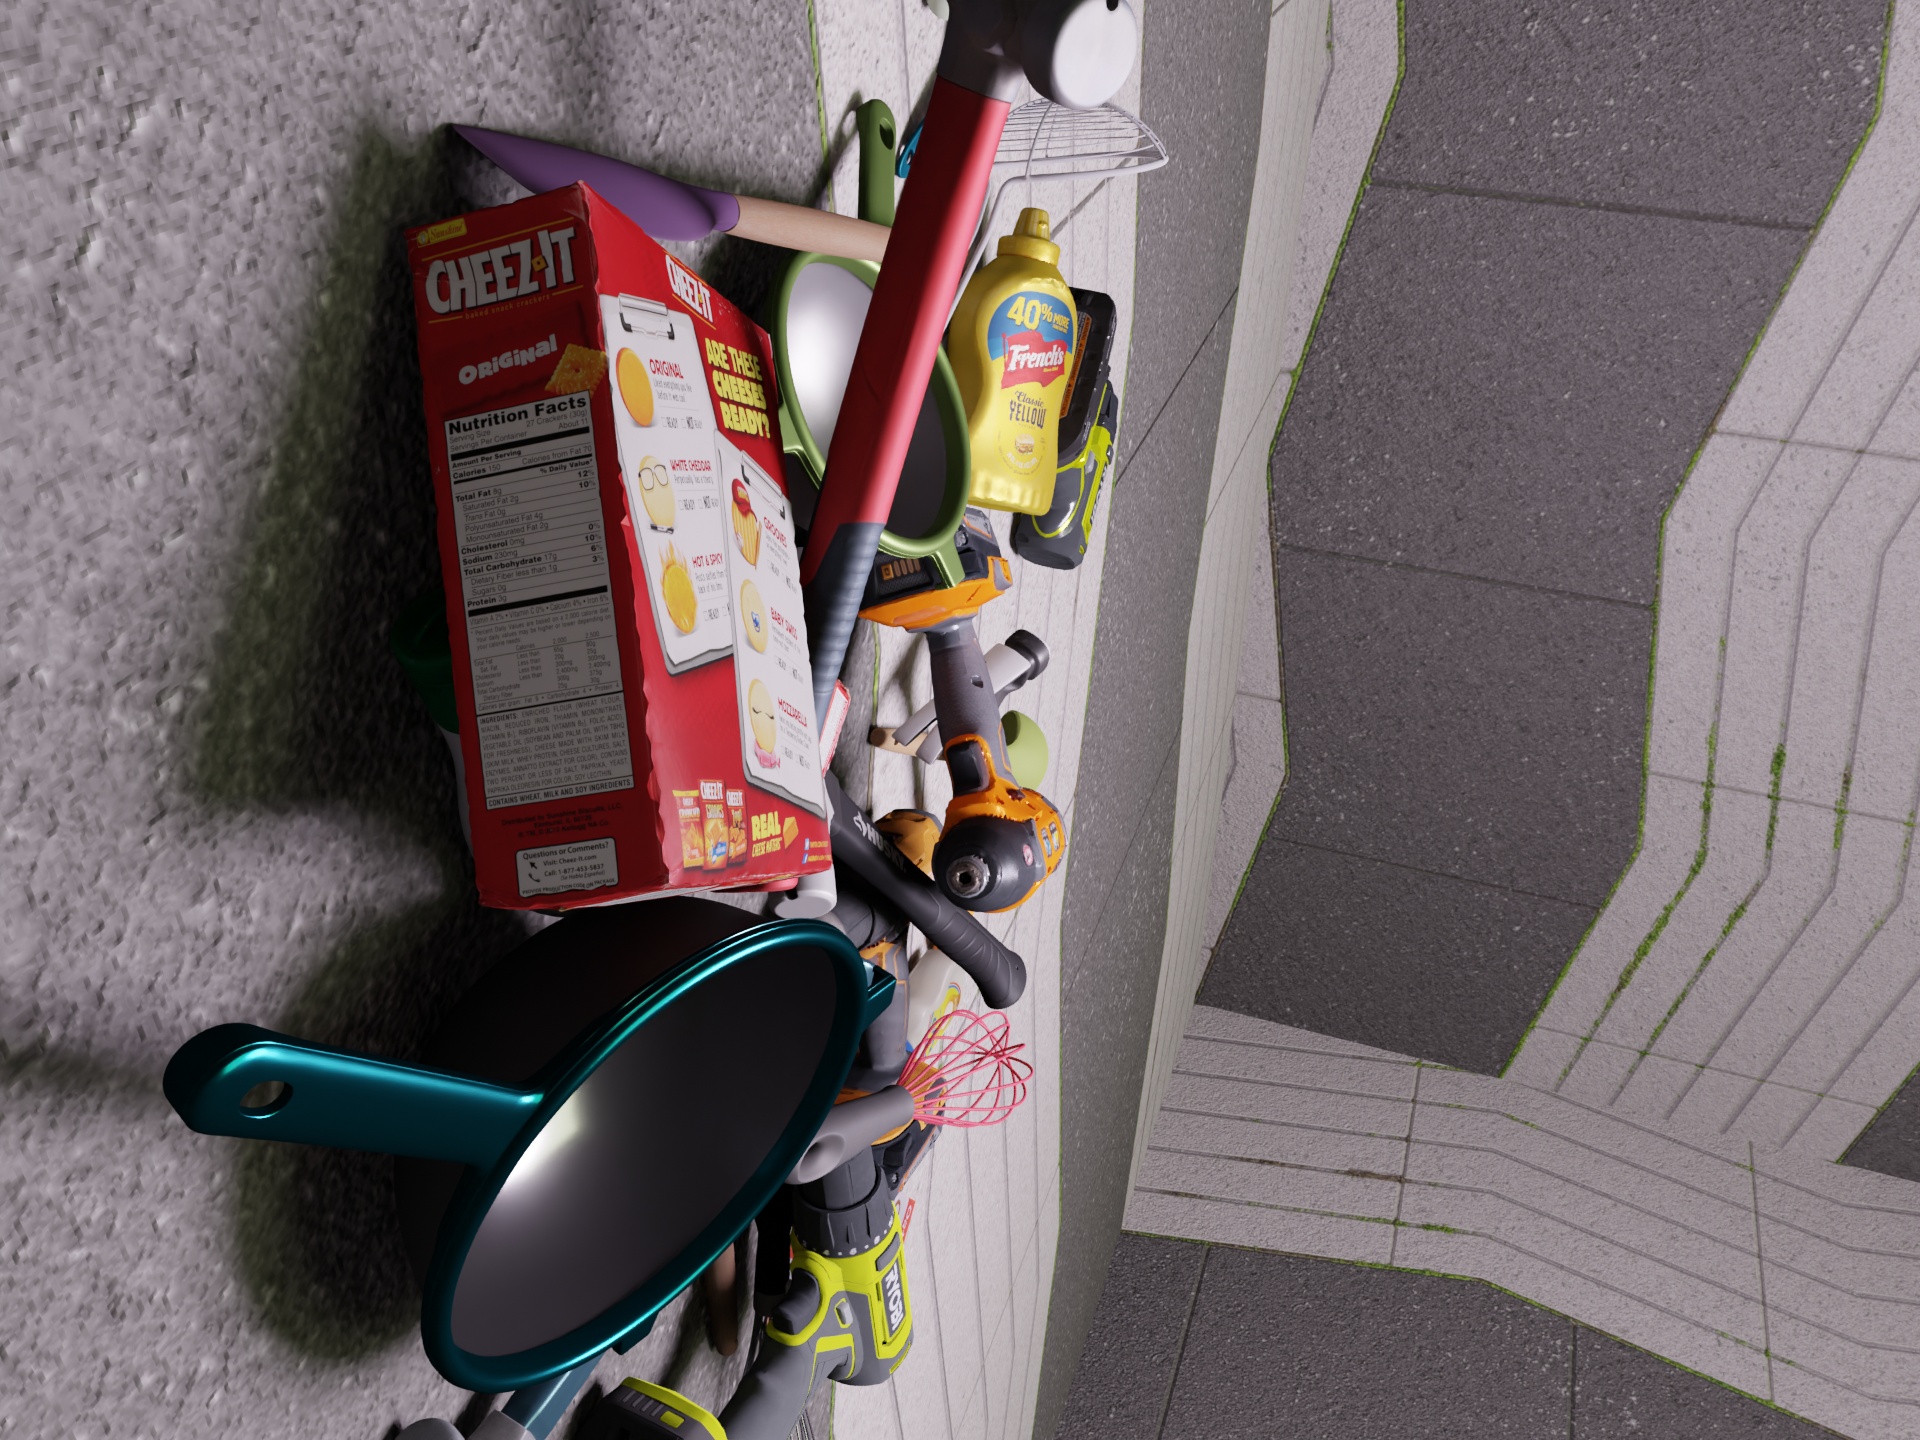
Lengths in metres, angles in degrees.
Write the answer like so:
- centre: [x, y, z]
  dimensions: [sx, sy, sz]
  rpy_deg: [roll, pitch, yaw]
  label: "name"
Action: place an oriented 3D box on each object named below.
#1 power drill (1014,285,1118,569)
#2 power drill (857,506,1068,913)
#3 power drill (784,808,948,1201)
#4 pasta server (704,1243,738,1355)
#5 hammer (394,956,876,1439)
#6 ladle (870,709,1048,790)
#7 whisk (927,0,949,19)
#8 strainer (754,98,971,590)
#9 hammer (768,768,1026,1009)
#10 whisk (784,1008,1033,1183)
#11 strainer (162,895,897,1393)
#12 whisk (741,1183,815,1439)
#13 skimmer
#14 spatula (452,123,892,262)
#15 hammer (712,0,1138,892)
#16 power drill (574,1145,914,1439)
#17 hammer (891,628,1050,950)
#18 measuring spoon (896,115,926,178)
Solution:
- centre: [0.077, -0.227, 1.196]
  dimensions: [0.223, 0.080, 0.171]
  rpy_deg: [55, 49, -75]
  label: "power drill"
- centre: [-0.001, -0.003, 0.896]
  dimensions: [0.164, 0.084, 0.226]
  rpy_deg: [-22, 97, -77]
  label: "power drill"
- centre: [-0.062, 0.183, 0.993]
  dimensions: [0.185, 0.084, 0.226]
  rpy_deg: [-34, 129, -68]
  label: "power drill"
- centre: [-0.142, 0.261, 0.868]
  dimensions: [0.060, 0.040, 0.316]
  rpy_deg: [-62, 162, -46]
  label: "pasta server"
- centre: [-0.133, 0.232, 0.752]
  dimensions: [0.331, 0.033, 0.128]
  rpy_deg: [-52, 155, -36]
  label: "hammer"
- centre: [-0.005, 0.021, 1.169]
  dimensions: [0.320, 0.062, 0.078]
  rpy_deg: [12, 91, -68]
  label: "ladle"
- centre: [0.038, -0.455, 0.938]
  dimensions: [0.057, 0.059, 0.246]
  rpy_deg: [53, 41, -17]
  label: "whisk"
- centre: [-0.062, -0.189, 0.765]
  dimensions: [0.151, 0.069, 0.257]
  rpy_deg: [32, 50, -49]
  label: "strainer"
- centre: [-0.029, 0.091, 0.905]
  dimensions: [0.334, 0.035, 0.146]
  rpy_deg: [51, 26, -56]
  label: "hammer"
- centre: [-0.028, 0.214, 0.898]
  dimensions: [0.295, 0.073, 0.073]
  rpy_deg: [2, 100, -67]
  label: "whisk"
- centre: [-0.160, 0.122, 0.557]
  dimensions: [0.211, 0.095, 0.340]
  rpy_deg: [-53, 153, -4]
  label: "strainer"
- centre: [-0.120, 0.389, 0.992]
  dimensions: [0.070, 0.070, 0.284]
  rpy_deg: [-31, 126, -69]
  label: "whisk"
- centre: [0.007, -0.220, 0.909]
  dimensions: [0.090, 0.127, 0.363]
  rpy_deg: [47, 63, -50]
  label: "skimmer"
- centre: [-0.079, -0.199, 0.634]
  dimensions: [0.018, 0.060, 0.316]
  rpy_deg: [-55, 167, 23]
  label: "spatula"
- centre: [-0.048, -0.100, 0.627]
  dimensions: [0.038, 0.143, 0.386]
  rpy_deg: [-3, 123, -39]
  label: "hammer"
- centre: [-0.105, 0.344, 0.877]
  dimensions: [0.228, 0.080, 0.190]
  rpy_deg: [-44, 138, -48]
  label: "power drill"
- centre: [0.000, 0.084, 1.151]
  dimensions: [0.127, 0.034, 0.336]
  rpy_deg: [-40, 153, -32]
  label: "hammer"
- centre: [-0.012, -0.352, 0.898]
  dimensions: [0.129, 0.021, 0.042]
  rpy_deg: [-61, 157, -24]
  label: "measuring spoon"
